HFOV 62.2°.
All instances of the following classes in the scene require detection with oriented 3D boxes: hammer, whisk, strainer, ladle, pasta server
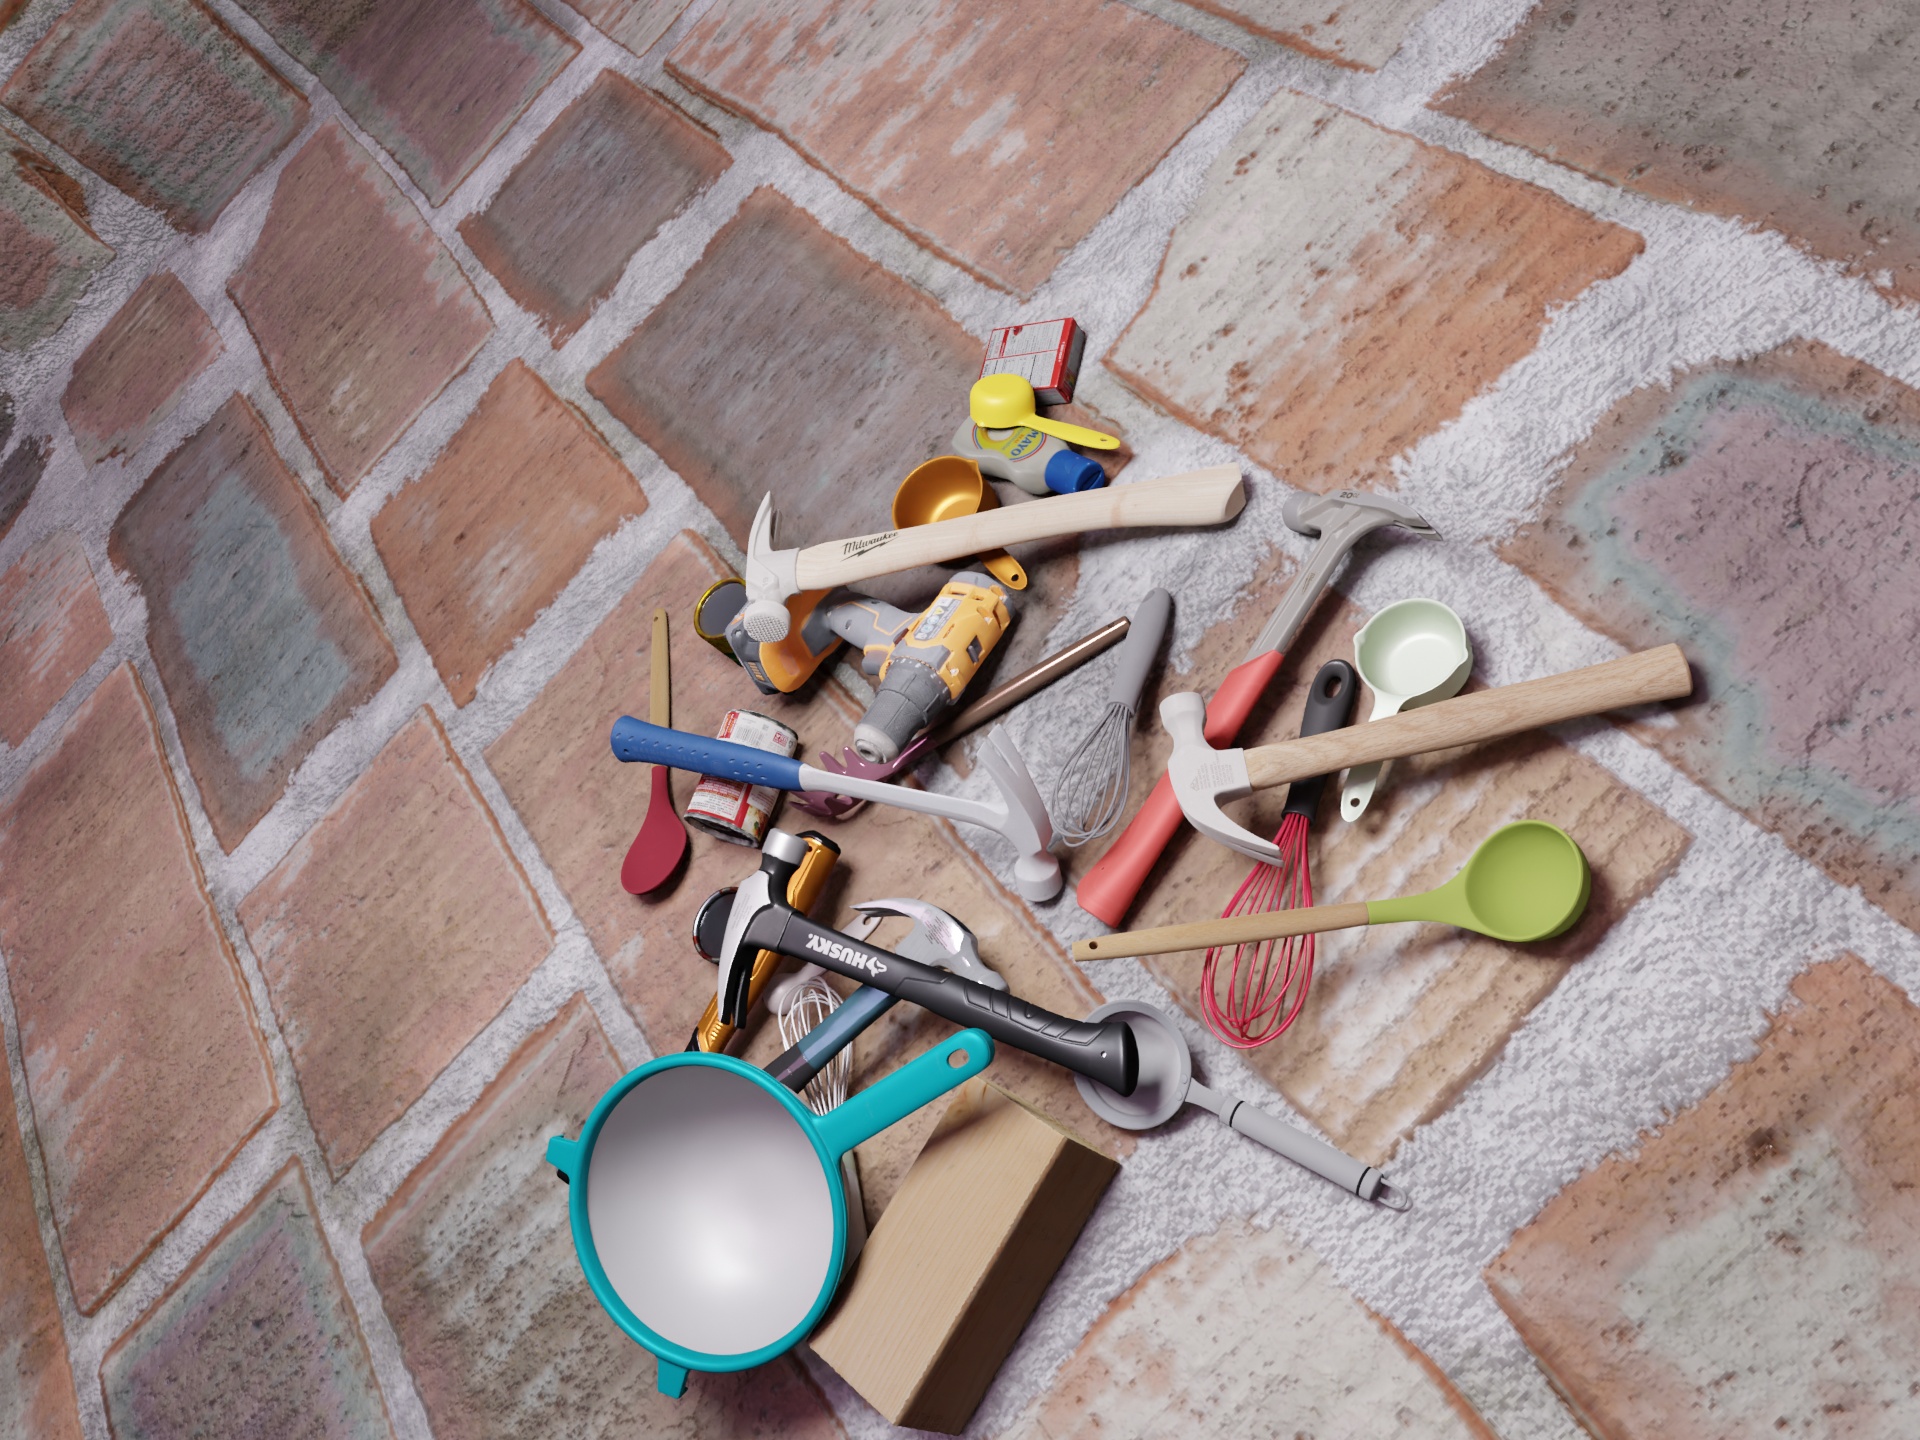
[{"bbox_3d":[0.300,0.009,1.035,0.331,0.031,0.130,-14,61,13],"label":"hammer"},{"bbox_3d":[0.119,-0.008,1.189,0.055,0.055,0.239,-1,51,33],"label":"whisk"},{"bbox_3d":[-0.106,0.293,1.078,0.340,0.095,0.211,-34,77,16],"label":"strainer"},{"bbox_3d":[-0.279,0.023,1.465,0.069,0.031,0.316,-21,54,20],"label":"ladle"},{"bbox_3d":[0.225,0.084,1.080,0.073,0.073,0.296,3,60,35],"label":"whisk"},{"bbox_3d":[0.023,-0.161,1.293,0.410,0.038,0.146,-10,51,11],"label":"hammer"},{"bbox_3d":[0.199,-0.007,1.138,0.359,0.036,0.149,-57,28,-2],"label":"hammer"},{"bbox_3d":[-0.121,0.257,1.168,0.331,0.033,0.128,-42,59,6],"label":"hammer"},{"bbox_3d":[-0.184,0.241,1.249,0.127,0.034,0.337,27,83,23],"label":"hammer"},{"bbox_3d":[-0.028,0.190,1.110,0.335,0.035,0.146,17,79,29],"label":"hammer"},{"bbox_3d":[-0.002,-0.004,1.289,0.316,0.040,0.060,-31,37,15],"label":"pasta server"},{"bbox_3d":[-0.113,0.041,1.242,0.406,0.144,0.035,10,43,30],"label":"hammer"},{"bbox_3d":[-0.094,0.305,1.177,0.059,0.057,0.247,-47,46,44],"label":"whisk"},{"bbox_3d":[0.228,0.118,0.993,0.320,0.062,0.078,-8,55,5],"label":"ladle"},{"bbox_3d":[0.171,0.252,1.035,0.259,0.050,0.087,23,100,33],"label":"strainer"}]

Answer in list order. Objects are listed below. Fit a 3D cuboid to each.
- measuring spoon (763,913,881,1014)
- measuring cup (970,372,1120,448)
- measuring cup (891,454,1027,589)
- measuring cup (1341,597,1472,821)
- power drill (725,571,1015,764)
[{"bbox_3d":[-0.112,0.188,1.269,0.124,0.018,0.034,-41,50,7],"label":"measuring spoon"},{"bbox_3d":[0.072,-0.260,1.341,0.157,0.029,0.062,26,48,36],"label":"measuring cup"},{"bbox_3d":[0.014,-0.153,1.353,0.095,0.052,0.174,-44,56,3],"label":"measuring cup"},{"bbox_3d":[0.298,-0.002,1.090,0.083,0.038,0.168,14,76,38],"label":"measuring cup"},{"bbox_3d":[-0.089,-0.053,1.321,0.226,0.084,0.185,12,54,35],"label":"power drill"}]
